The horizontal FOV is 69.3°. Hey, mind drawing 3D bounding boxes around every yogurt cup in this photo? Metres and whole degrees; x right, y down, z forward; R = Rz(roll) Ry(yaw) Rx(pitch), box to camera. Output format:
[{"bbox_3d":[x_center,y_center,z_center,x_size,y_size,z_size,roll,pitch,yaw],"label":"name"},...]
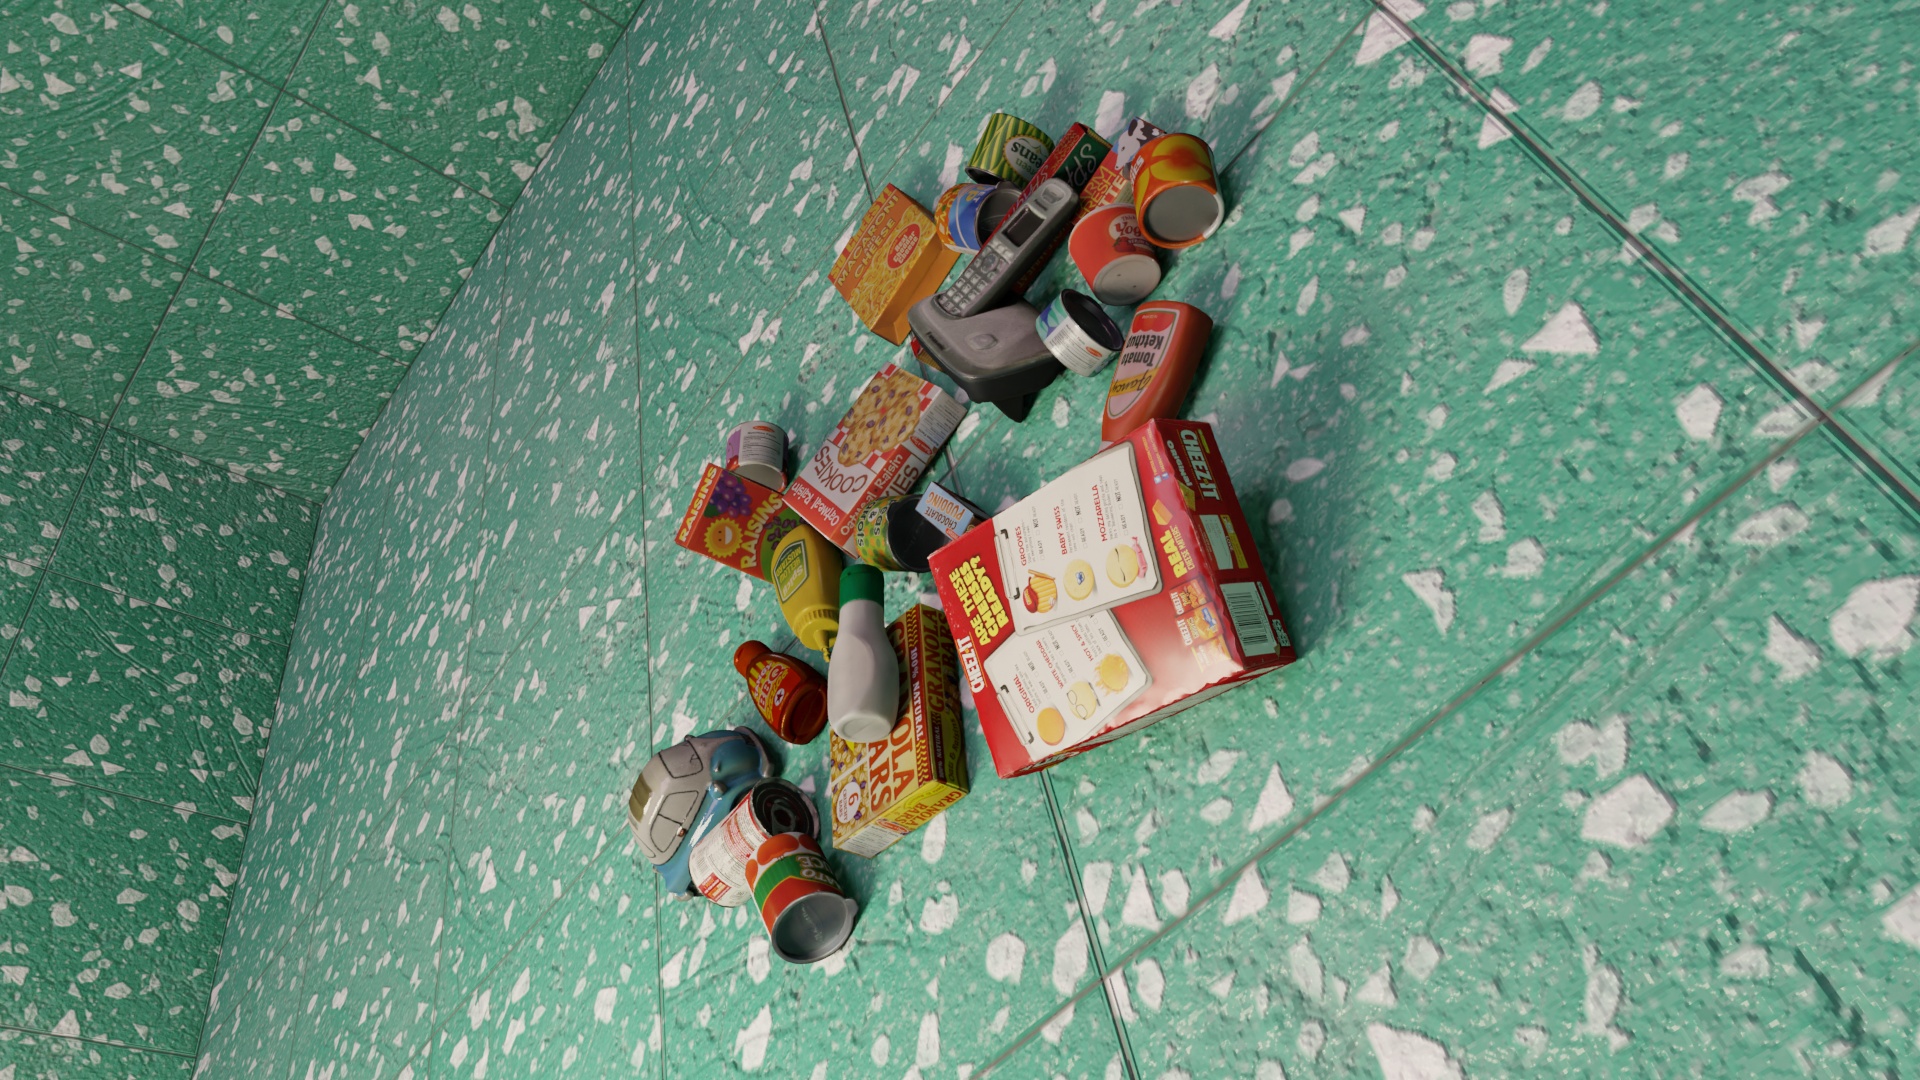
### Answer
[{"bbox_3d":[0.123,-0.220,1.085,0.072,0.072,0.054,-41,47,32],"label":"yogurt cup"}]

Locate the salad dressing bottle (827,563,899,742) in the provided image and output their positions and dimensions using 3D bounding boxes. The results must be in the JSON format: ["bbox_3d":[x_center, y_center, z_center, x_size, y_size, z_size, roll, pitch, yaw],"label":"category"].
[{"bbox_3d":[-0.077,0.086,1.099,0.064,0.044,0.148,-37,40,34],"label":"salad dressing bottle"}]

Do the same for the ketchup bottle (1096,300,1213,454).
[{"bbox_3d":[0.132,-0.099,1.005,0.064,0.043,0.149,10,77,57],"label":"ketchup bottle"}]

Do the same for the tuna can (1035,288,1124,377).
[{"bbox_3d":[0.093,-0.163,1.085,0.032,0.071,0.071,-45,37,29],"label":"tuna can"}]

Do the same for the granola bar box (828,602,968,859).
[{"bbox_3d":[-0.053,0.149,1.099,0.123,0.039,0.166,-39,40,33],"label":"granola bar box"}]

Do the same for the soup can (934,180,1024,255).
[{"bbox_3d":[0.023,-0.295,1.272,0.084,0.071,0.071,30,94,58],"label":"soup can"}]

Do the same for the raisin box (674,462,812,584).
[{"bbox_3d":[-0.202,-0.012,1.344,0.040,0.123,0.086,20,86,57],"label":"raisin box"}]

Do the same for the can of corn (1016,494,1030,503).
[{"bbox_3d":[0.051,0.011,1.026,0.058,0.071,0.071,-42,39,33],"label":"can of corn"}]

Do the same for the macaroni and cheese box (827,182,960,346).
[{"bbox_3d":[-0.069,-0.287,1.424,0.123,0.040,0.167,-55,34,13],"label":"macaroni and cheese box"}]

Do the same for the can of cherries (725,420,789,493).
[{"bbox_3d":[-0.215,-0.082,1.468,0.071,0.071,0.059,-38,42,35],"label":"can of cherries"}]

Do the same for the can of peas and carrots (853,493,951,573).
[{"bbox_3d":[-0.051,-0.007,1.174,0.058,0.071,0.071,-1,68,55],"label":"can of peas and carrots"}]

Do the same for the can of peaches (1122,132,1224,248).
[{"bbox_3d":[0.161,-0.264,1.053,0.071,0.071,0.058,-37,42,36],"label":"can of peaches"}]

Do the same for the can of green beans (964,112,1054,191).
[{"bbox_3d":[0.046,-0.353,1.282,0.071,0.071,0.058,28,91,58],"label":"can of green beans"}]

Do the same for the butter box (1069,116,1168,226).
[{"bbox_3d":[0.134,-0.299,1.158,0.103,0.024,0.053,-55,34,14],"label":"butter box"}]

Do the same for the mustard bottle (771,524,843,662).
[{"bbox_3d":[-0.134,0.053,1.272,0.065,0.049,0.161,-46,36,20],"label":"mustard bottle"}]

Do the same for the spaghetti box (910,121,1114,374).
[{"bbox_3d":[0.048,-0.253,1.224,0.249,0.050,0.029,-51,35,19],"label":"spaghetti box"}]

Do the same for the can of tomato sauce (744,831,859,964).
[{"bbox_3d":[-0.126,0.277,1.089,0.071,0.071,0.083,-59,32,9],"label":"can of tomato sauce"}]

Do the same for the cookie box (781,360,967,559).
[{"bbox_3d":[-0.081,-0.076,1.273,0.167,0.040,0.123,-53,33,-1],"label":"cookie box"}]

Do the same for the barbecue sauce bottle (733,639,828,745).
[{"bbox_3d":[-0.166,0.131,1.268,0.149,0.043,0.065,29,94,58],"label":"barbecue sauce bottle"}]

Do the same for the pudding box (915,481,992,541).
[{"bbox_3d":[0.004,-0.014,1.122,0.030,0.049,0.084,-58,33,6],"label":"pudding box"}]
